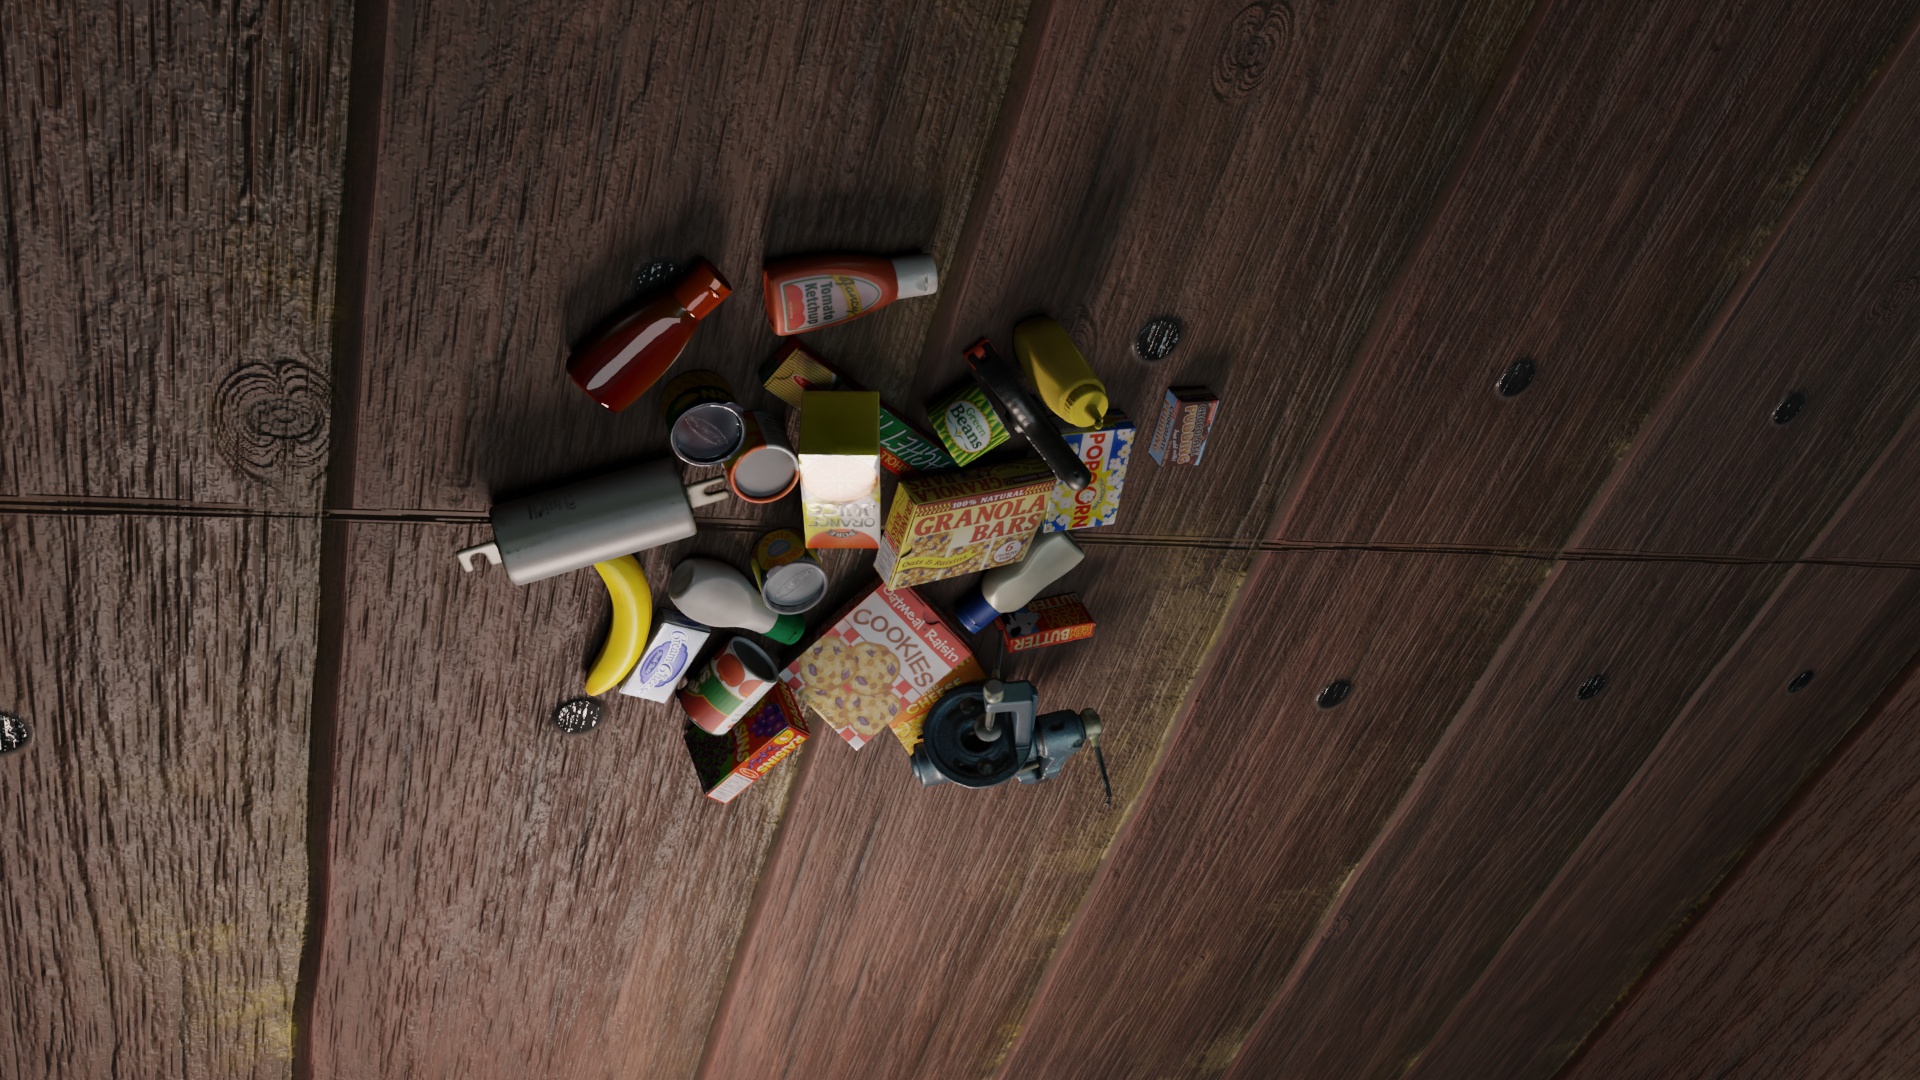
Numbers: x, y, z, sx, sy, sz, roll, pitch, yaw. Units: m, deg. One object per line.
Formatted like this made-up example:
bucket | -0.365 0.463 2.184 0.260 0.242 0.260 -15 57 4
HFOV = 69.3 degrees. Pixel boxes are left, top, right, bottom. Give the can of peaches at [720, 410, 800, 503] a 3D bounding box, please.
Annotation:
can of peaches | -0.187 -0.075 1.278 0.071 0.058 0.070 -13 131 -15

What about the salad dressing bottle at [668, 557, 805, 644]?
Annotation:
salad dressing bottle | -0.221 0.065 1.389 0.147 0.044 0.064 30 109 -40

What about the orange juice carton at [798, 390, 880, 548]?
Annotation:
orange juice carton | -0.110 -0.051 1.295 0.072 0.073 0.191 0 146 -3

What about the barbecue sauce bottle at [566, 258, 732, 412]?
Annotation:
barbecue sauce bottle | -0.259 -0.176 1.172 0.148 0.044 0.064 -40 133 9

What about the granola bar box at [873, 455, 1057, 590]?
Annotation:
granola bar box | 0.005 -0.018 1.396 0.166 0.039 0.123 -12 142 -30

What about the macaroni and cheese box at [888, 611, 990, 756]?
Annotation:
macaroni and cheese box | -0.031 0.170 1.566 0.124 0.040 0.165 -30 134 -1

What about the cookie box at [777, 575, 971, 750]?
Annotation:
cookie box | -0.090 0.124 1.465 0.167 0.040 0.123 -41 106 9

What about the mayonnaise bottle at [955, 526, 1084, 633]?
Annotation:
mayonnaise bottle | 0.061 0.042 1.503 0.148 0.041 0.064 -39 136 11

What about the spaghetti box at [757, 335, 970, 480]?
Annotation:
spaghetti box | -0.085 -0.109 1.318 0.050 0.029 0.249 -45 132 14

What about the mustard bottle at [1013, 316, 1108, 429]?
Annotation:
mustard bottle | 0.099 -0.146 1.283 0.049 0.161 0.065 -23 134 -8

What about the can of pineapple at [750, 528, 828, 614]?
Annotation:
can of pineapple | -0.170 0.029 1.372 0.071 0.058 0.070 -13 131 -15

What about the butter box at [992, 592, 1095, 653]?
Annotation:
butter box | 0.093 0.091 1.551 0.104 0.053 0.024 -10 132 -17

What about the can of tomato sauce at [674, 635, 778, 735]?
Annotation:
can of tomato sauce | -0.240 0.148 1.434 0.083 0.071 0.071 -45 132 14

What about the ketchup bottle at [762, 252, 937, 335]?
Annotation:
ketchup bottle | -0.095 -0.222 1.210 0.149 0.044 0.064 -13 131 -16

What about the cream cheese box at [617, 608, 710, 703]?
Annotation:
cream cheese box | -0.302 0.118 1.407 0.053 0.024 0.103 19 117 -36

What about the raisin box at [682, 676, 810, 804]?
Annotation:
raisin box | -0.228 0.206 1.472 0.123 0.086 0.040 -39 139 10

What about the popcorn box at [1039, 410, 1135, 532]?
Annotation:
popcorn box | 0.126 -0.072 1.441 0.085 0.038 0.126 -8 130 -20

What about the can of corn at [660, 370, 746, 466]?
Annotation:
can of corn | -0.226 -0.111 1.230 0.071 0.058 0.070 -13 131 -15

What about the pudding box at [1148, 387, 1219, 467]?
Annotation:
pudding box | 0.234 -0.119 1.458 0.050 0.030 0.083 -4 129 -23

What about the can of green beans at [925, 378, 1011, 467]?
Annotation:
can of green beans | 0.007 -0.112 1.333 0.058 0.071 0.071 -32 133 3
